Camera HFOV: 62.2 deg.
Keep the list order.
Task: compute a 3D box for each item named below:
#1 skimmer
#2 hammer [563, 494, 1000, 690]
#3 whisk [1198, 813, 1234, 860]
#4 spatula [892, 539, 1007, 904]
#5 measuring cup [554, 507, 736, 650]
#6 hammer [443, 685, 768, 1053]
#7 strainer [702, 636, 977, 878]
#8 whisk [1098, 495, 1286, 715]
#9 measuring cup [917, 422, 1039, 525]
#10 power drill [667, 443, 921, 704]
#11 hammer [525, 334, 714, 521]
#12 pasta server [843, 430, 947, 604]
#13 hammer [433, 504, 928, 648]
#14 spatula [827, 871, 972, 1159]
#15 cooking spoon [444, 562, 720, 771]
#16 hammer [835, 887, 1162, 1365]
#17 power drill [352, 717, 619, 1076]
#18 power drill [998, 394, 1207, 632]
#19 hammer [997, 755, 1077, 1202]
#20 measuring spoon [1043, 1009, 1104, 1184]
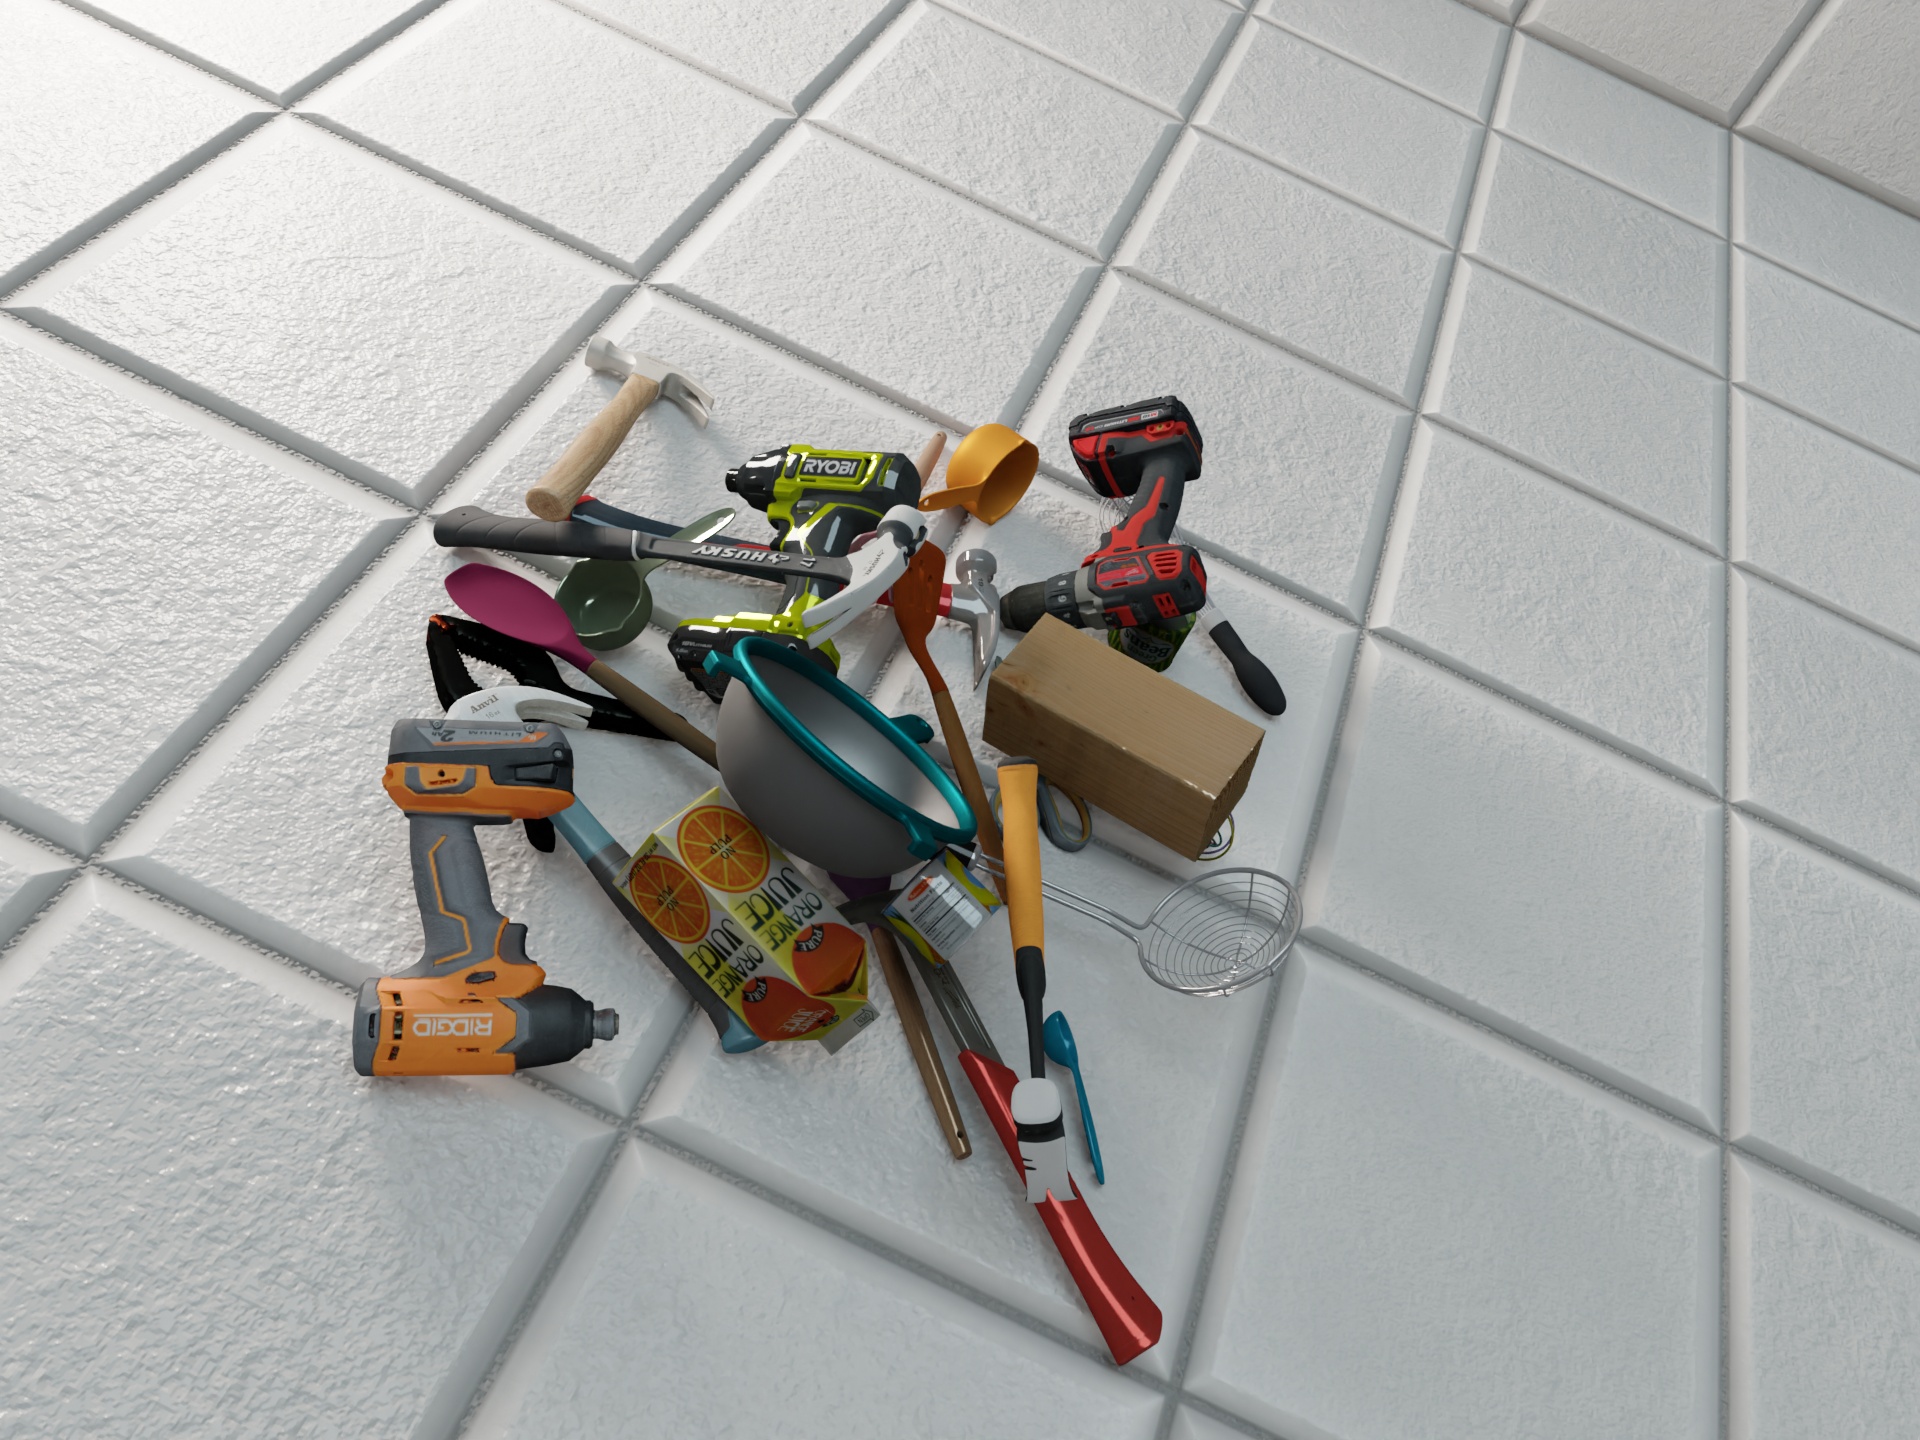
[{"bbox_3d":[0.074,0.109,1.206,0.363,0.090,0.127,22,45,4],"label":"skimmer"},{"bbox_3d":[-0.154,-0.122,1.374,0.386,0.038,0.143,11,51,-13],"label":"hammer"},{"bbox_3d":[0.134,0.033,1.358,0.245,0.047,0.051,42,42,20],"label":"whisk"},{"bbox_3d":[-0.002,-0.004,1.300,0.081,0.041,0.323,15,51,-56],"label":"spatula"},{"bbox_3d":[-0.248,-0.117,1.288,0.167,0.038,0.083,-34,60,-7],"label":"measuring cup"},{"bbox_3d":[-0.247,0.106,1.129,0.331,0.033,0.128,48,52,10],"label":"hammer"},{"bbox_3d":[-0.085,0.040,1.166,0.211,0.095,0.340,41,8,6],"label":"strainer"},{"bbox_3d":[0.222,-0.119,1.506,0.070,0.070,0.285,-20,66,-33],"label":"whisk"},{"bbox_3d":[0.001,-0.226,1.472,0.052,0.095,0.173,40,37,23],"label":"measuring cup"},{"bbox_3d":[-0.143,-0.123,1.290,0.171,0.080,0.223,7,64,24],"label":"power drill"},{"bbox_3d":[-0.300,-0.248,1.365,0.130,0.031,0.332,19,31,-5],"label":"hammer"},{"bbox_3d":[-0.051,-0.195,1.441,0.060,0.040,0.316,19,33,1],"label":"pasta server"},{"bbox_3d":[-0.237,-0.130,1.232,0.409,0.036,0.149,8,41,22],"label":"hammer"},{"bbox_3d":[-0.049,0.178,1.182,0.059,0.018,0.316,-5,54,-26],"label":"spatula"},{"bbox_3d":[-0.263,-0.026,1.223,0.319,0.017,0.069,35,39,6],"label":"cooking spoon"},{"bbox_3d":[0.028,0.273,1.105,0.149,0.036,0.359,-3,54,-44],"label":"hammer"},{"bbox_3d":[-0.305,0.118,1.046,0.164,0.084,0.227,3,76,-12],"label":"power drill"},{"bbox_3d":[0.132,-0.176,1.444,0.188,0.080,0.227,-9,53,24],"label":"power drill"},{"bbox_3d":[0.049,0.161,1.108,0.034,0.127,0.337,-6,46,4],"label":"hammer"},{"bbox_3d":[0.079,0.274,1.151,0.021,0.042,0.129,-19,62,11],"label":"measuring spoon"}]
